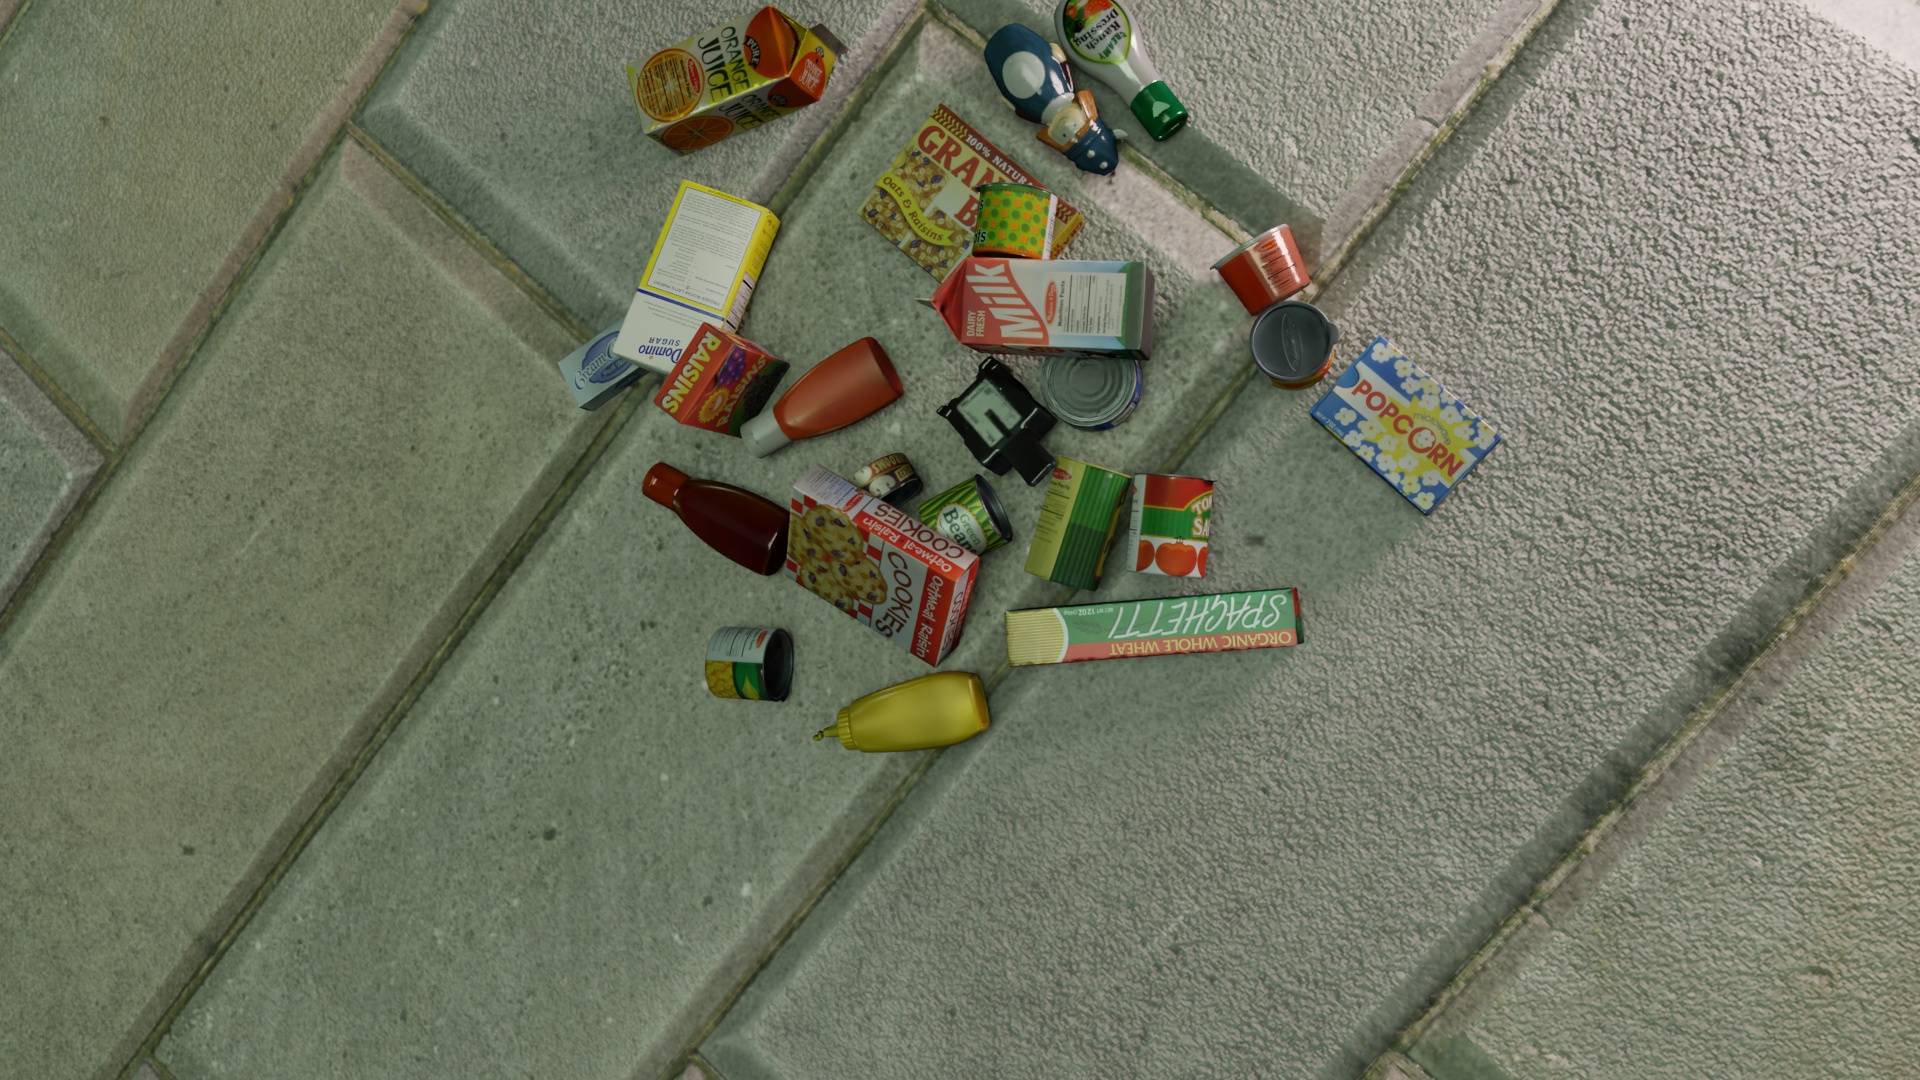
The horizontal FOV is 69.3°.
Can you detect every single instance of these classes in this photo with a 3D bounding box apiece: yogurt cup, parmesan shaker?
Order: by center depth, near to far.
[{"bbox_3d":[0.252,-0.222,1.147,0.072,0.072,0.054,-29,89,13],"label":"yogurt cup"},{"bbox_3d":[0.099,-0.015,1.182,0.071,0.071,0.103,18,94,16],"label":"parmesan shaker"}]

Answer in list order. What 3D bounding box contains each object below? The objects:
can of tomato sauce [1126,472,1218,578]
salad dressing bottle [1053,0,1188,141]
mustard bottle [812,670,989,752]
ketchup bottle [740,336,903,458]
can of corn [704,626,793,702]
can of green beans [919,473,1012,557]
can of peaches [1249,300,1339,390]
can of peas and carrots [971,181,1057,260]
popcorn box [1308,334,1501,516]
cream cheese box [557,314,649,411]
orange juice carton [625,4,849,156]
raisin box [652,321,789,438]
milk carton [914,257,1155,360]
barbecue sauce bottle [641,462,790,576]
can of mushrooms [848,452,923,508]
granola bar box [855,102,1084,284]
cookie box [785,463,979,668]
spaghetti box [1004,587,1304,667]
[{"bbox_3d":[0.176,-0.012,1.157,0.071,0.071,0.083,6,90,16],"label":"can of tomato sauce"},{"bbox_3d":[0.140,-0.411,1.196,0.064,0.044,0.148,-37,79,10],"label":"salad dressing bottle"},{"bbox_3d":[-0.056,0.156,1.225,0.160,0.049,0.065,-12,84,16],"label":"mustard bottle"},{"bbox_3d":[-0.129,-0.124,1.259,0.148,0.043,0.064,-28,93,13],"label":"ketchup bottle"},{"bbox_3d":[-0.190,0.113,1.256,0.058,0.071,0.071,2,88,16],"label":"can of corn"},{"bbox_3d":[0.004,-0.016,1.205,0.058,0.071,0.071,-27,81,13],"label":"can of green beans"},{"bbox_3d":[0.275,-0.159,1.140,0.071,0.058,0.071,-1,87,15],"label":"can of peaches"},{"bbox_3d":[0.043,-0.264,1.163,0.071,0.071,0.058,8,91,16],"label":"can of peas and carrots"},{"bbox_3d":[0.359,-0.092,1.124,0.127,0.038,0.085,44,100,13],"label":"popcorn box"},{"bbox_3d":[-0.330,-0.174,1.328,0.103,0.024,0.053,-32,79,12],"label":"cream cheese box"},{"bbox_3d":[-0.201,-0.428,1.278,0.192,0.072,0.073,-17,84,15],"label":"orange juice carton"},{"bbox_3d":[-0.212,-0.140,1.242,0.040,0.123,0.086,37,97,14],"label":"raisin box"},{"bbox_3d":[0.062,-0.193,1.156,0.190,0.072,0.073,4,91,14],"label":"milk carton"},{"bbox_3d":[-0.225,-0.026,1.282,0.149,0.044,0.065,27,95,16],"label":"barbecue sauce bottle"},{"bbox_3d":[-0.068,-0.048,1.226,0.071,0.071,0.033,-34,78,12],"label":"can of mushrooms"},{"bbox_3d":[0.007,-0.287,1.230,0.166,0.039,0.124,41,98,13],"label":"granola bar box"},{"bbox_3d":[-0.070,0.022,1.202,0.167,0.040,0.122,30,141,15],"label":"cookie box"},{"bbox_3d":[0.161,0.074,1.178,0.250,0.029,0.050,-6,87,16],"label":"spaghetti box"}]
